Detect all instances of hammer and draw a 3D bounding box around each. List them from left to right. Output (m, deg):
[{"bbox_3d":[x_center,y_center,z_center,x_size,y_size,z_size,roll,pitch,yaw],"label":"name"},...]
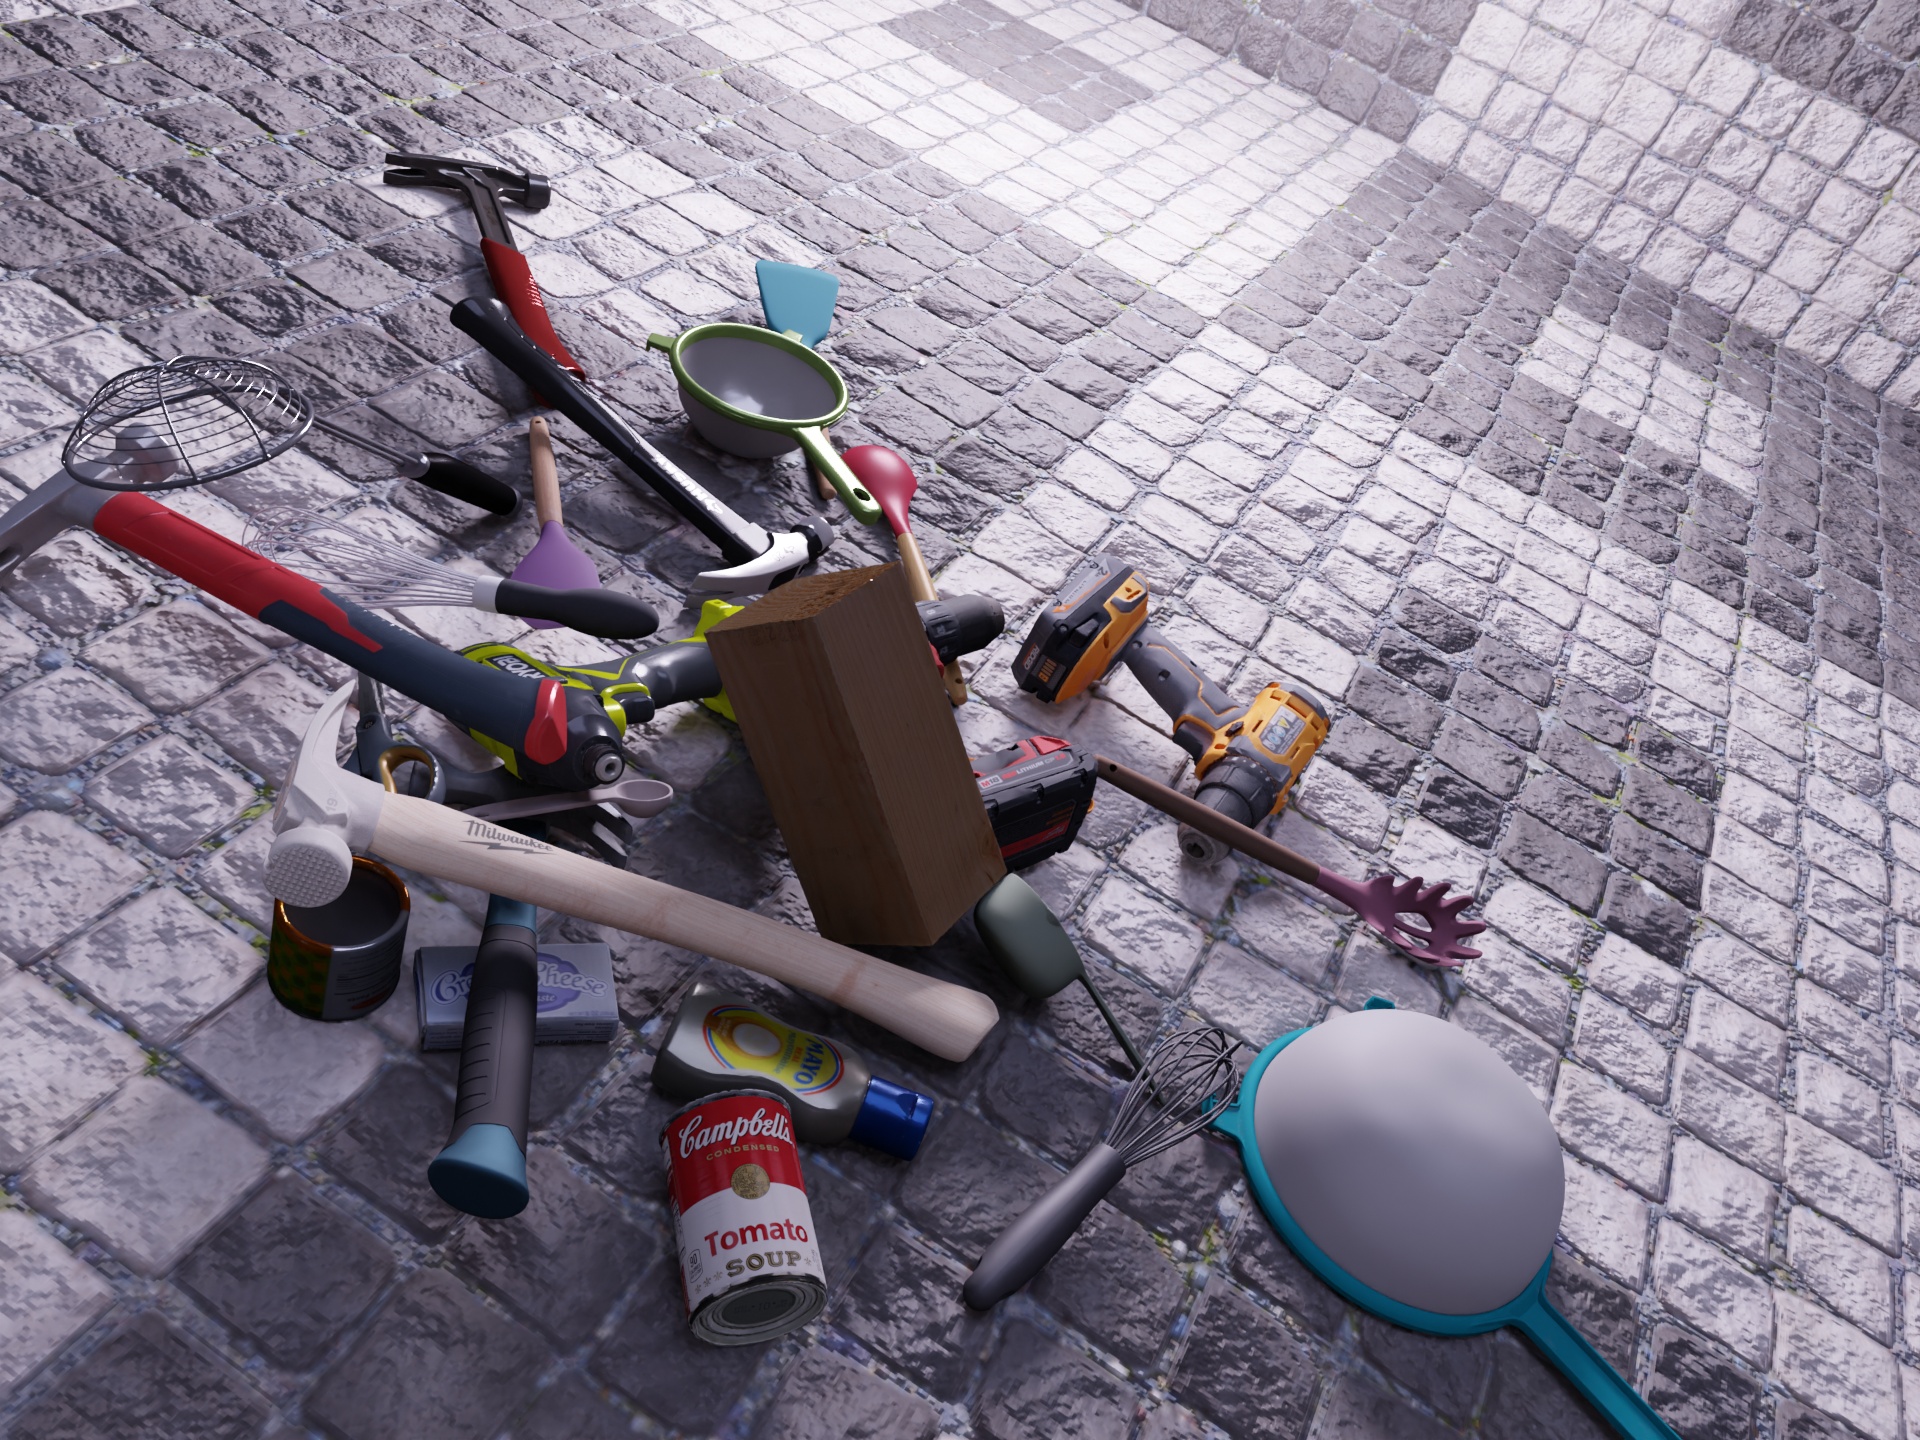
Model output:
[{"bbox_3d":[-0.392,-0.056,0.912,0.386,0.038,0.143,25,57,19],"label":"hammer"},{"bbox_3d":[-0.399,-0.388,1.376,0.149,0.036,0.359,-2,45,-29],"label":"hammer"},{"bbox_3d":[-0.237,0.122,0.826,0.128,0.033,0.331,9,29,-16],"label":"hammer"},{"bbox_3d":[-0.260,-0.211,1.212,0.335,0.035,0.146,40,41,7],"label":"hammer"},{"bbox_3d":[-0.157,0.099,0.861,0.410,0.038,0.146,24,26,-26],"label":"hammer"}]

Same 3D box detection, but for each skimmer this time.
[{"bbox_3d":[-0.383,-0.146,0.989,0.127,0.090,0.363,8,-3,16],"label":"skimmer"}]

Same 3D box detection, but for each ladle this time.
[{"bbox_3d":[-0.040,-0.127,1.272,0.069,0.031,0.316,3,45,-24],"label":"ladle"}]

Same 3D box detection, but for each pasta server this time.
[{"bbox_3d":[0.228,0.094,1.103,0.316,0.040,0.060,27,62,-15],"label":"pasta server"}]

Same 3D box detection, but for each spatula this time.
[{"bbox_3d":[-0.293,-0.146,1.126,0.059,0.018,0.316,-8,36,-12],"label":"spatula"},{"bbox_3d":[-0.133,-0.304,1.411,0.082,0.044,0.318,7,43,-20],"label":"spatula"}]

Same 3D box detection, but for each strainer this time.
[{"bbox_3d":[-0.144,-0.226,1.296,0.151,0.069,0.257,-13,53,-38],"label":"strainer"},{"bbox_3d":[0.318,0.289,0.922,0.211,0.095,0.341,-17,53,-40],"label":"strainer"}]

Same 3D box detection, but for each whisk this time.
[{"bbox_3d":[-0.324,-0.083,0.994,0.284,0.070,0.070,10,38,9],"label":"whisk"},{"bbox_3d":[0.084,0.245,0.882,0.055,0.055,0.239,41,49,19],"label":"whisk"}]

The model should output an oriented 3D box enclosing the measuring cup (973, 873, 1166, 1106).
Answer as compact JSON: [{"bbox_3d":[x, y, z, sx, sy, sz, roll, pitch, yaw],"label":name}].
[{"bbox_3d":[0.064,0.171,0.966,0.038,0.083,0.168,-33,81,-11],"label":"measuring cup"}]

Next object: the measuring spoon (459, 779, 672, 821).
[{"bbox_3d":[-0.226,0.053,0.912,0.124,0.018,0.034,-7,21,-26],"label":"measuring spoon"}]

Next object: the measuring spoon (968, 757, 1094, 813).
[{"bbox_3d":[0.038,0.047,1.127,0.117,0.011,0.021,16,43,-4],"label":"measuring spoon"}]

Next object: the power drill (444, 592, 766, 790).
[{"bbox_3d":[-0.186,-0.014,0.992,0.223,0.080,0.171,-15,27,-38],"label":"power drill"}]

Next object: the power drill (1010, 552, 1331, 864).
[{"bbox_3d":[0.149,-0.005,1.188,0.226,0.084,0.185,37,48,8],"label":"power drill"}]

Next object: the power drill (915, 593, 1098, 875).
[{"bbox_3d":[-0.002,-0.004,1.102,0.188,0.080,0.227,-18,51,-34],"label":"power drill"}]
